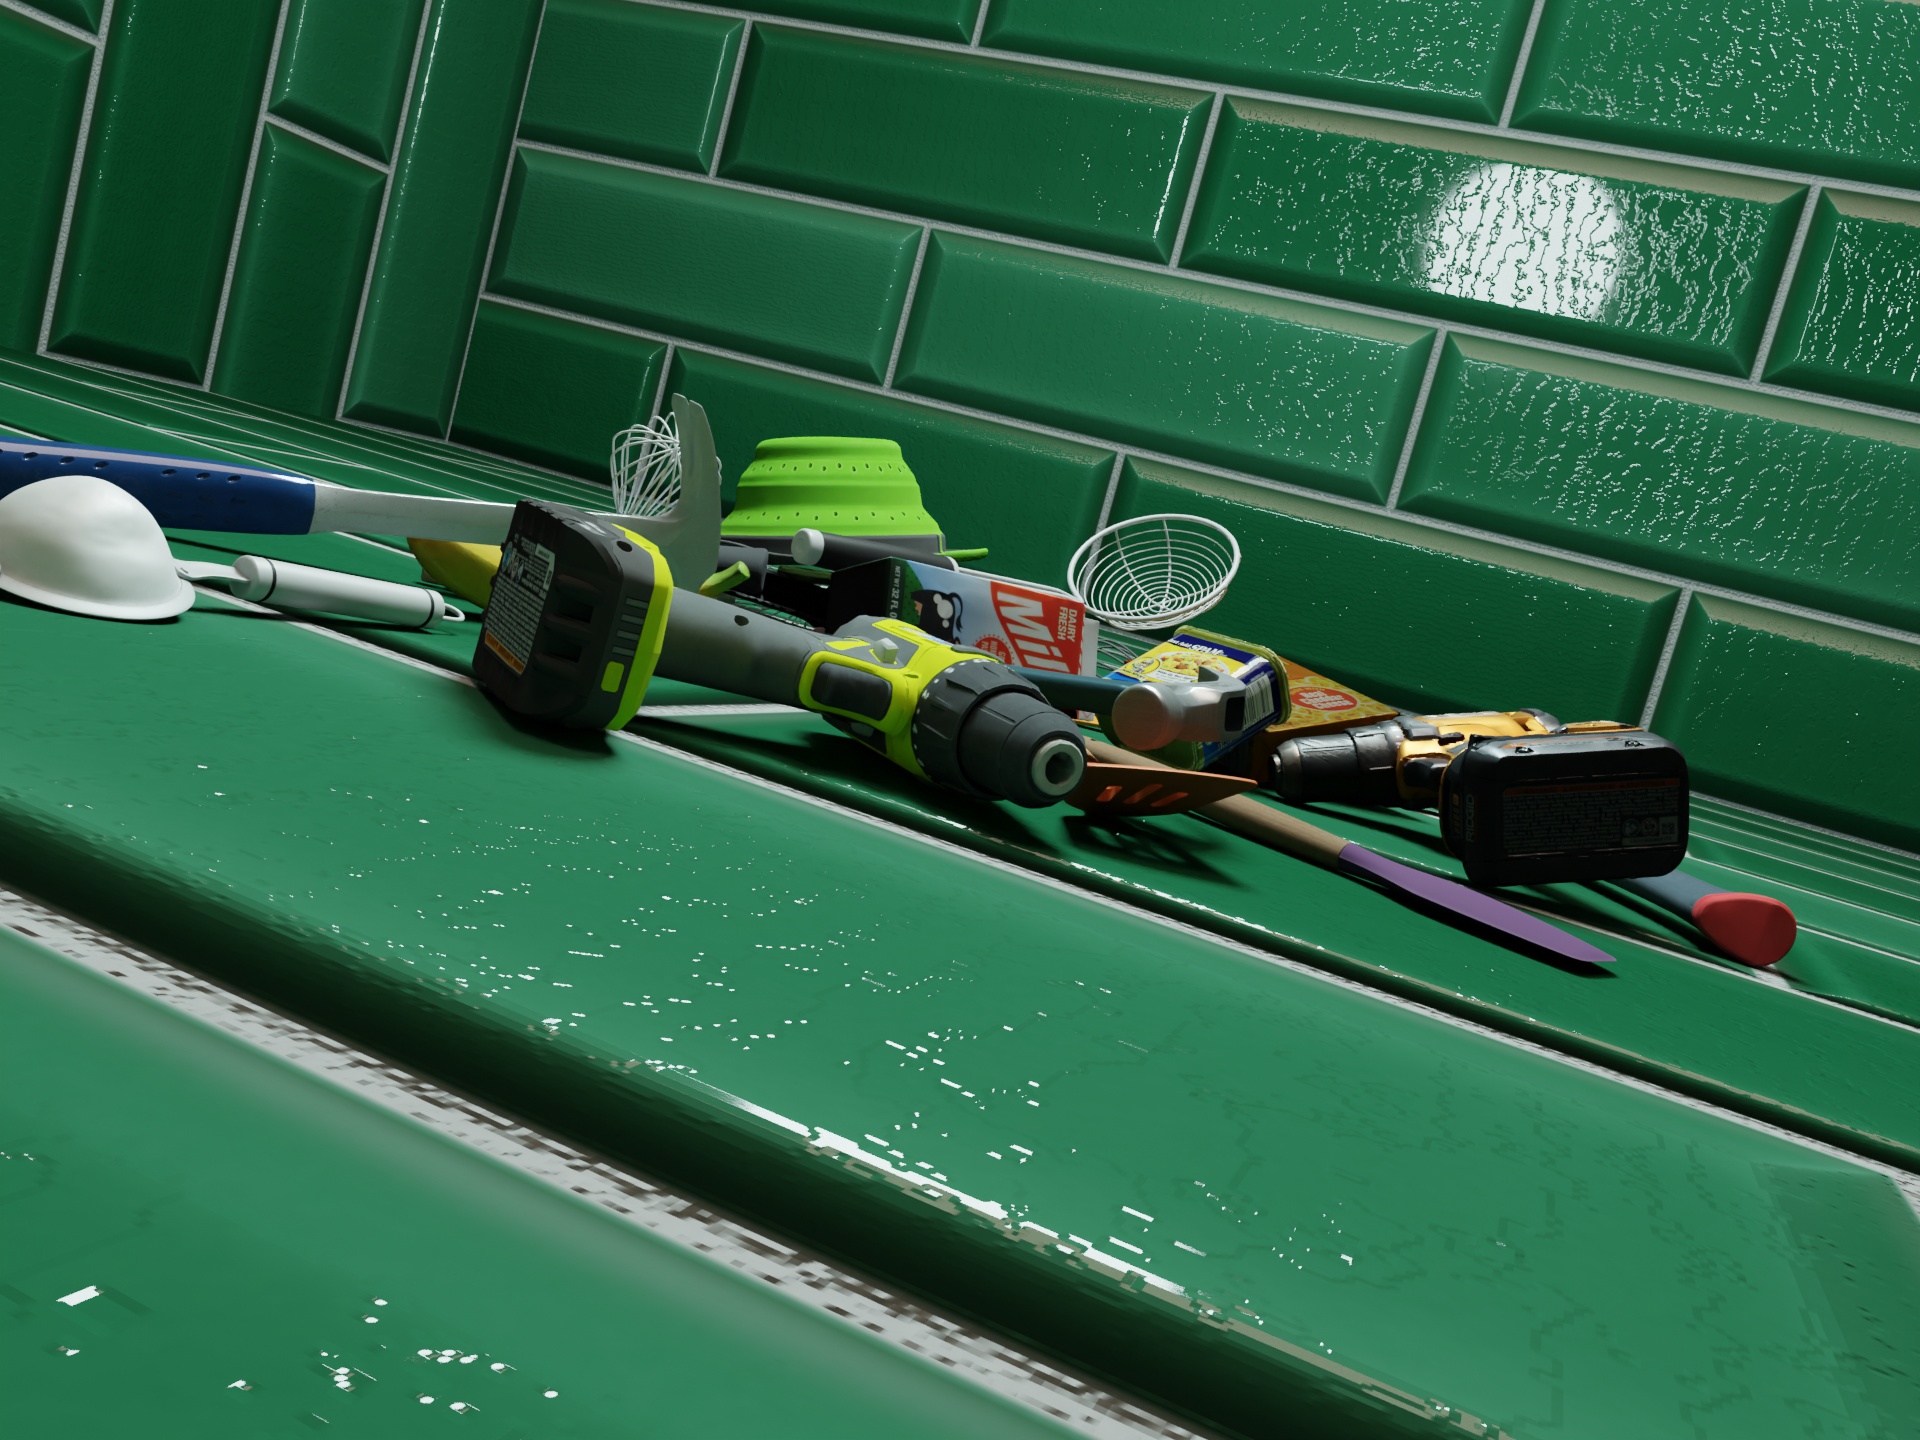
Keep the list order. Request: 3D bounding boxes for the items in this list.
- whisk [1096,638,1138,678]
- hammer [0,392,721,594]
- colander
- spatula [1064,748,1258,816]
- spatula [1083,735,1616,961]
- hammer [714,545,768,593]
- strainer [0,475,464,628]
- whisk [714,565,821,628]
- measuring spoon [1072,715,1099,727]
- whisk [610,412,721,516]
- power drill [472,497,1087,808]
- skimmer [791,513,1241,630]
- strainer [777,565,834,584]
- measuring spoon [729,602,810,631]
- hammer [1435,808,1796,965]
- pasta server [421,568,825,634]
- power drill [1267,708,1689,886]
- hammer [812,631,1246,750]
[{"bbox_3d":[0.177,-0.018,1.348,0.055,0.055,0.239,9,13,-42],"label":"whisk"},{"bbox_3d":[-0.297,-0.106,0.754,0.405,0.144,0.035,2,19,-37],"label":"hammer"},{"bbox_3d":[-0.178,-0.171,1.245,0.397,0.094,0.204,2,8,18],"label":"colander"},{"bbox_3d":[0.061,0.011,0.821,0.081,0.041,0.323,6,10,-11],"label":"spatula"},{"bbox_3d":[0.172,0.059,0.793,0.059,0.018,0.316,8,11,-47],"label":"spatula"},{"bbox_3d":[-0.299,-0.109,0.923,0.408,0.036,0.149,4,10,-32],"label":"hammer"},{"bbox_3d":[-0.306,-0.064,0.671,0.087,0.050,0.258,36,12,25],"label":"strainer"},{"bbox_3d":[-0.176,-0.092,1.194,0.059,0.058,0.246,-20,-4,23],"label":"whisk"},{"bbox_3d":[0.119,0.009,1.141,0.117,0.011,0.021,11,15,-6],"label":"measuring spoon"},{"bbox_3d":[-0.221,-0.137,1.072,0.070,0.070,0.284,13,-16,-20],"label":"whisk"},{"bbox_3d":[-0.071,-0.019,0.667,0.228,0.080,0.191,14,6,-29],"label":"power drill"},{"bbox_3d":[0.046,-0.122,1.097,0.363,0.090,0.127,6,23,-41],"label":"skimmer"},{"bbox_3d":[-0.039,-0.080,1.286,0.256,0.069,0.152,4,13,-36],"label":"strainer"},{"bbox_3d":[-0.114,-0.059,1.173,0.124,0.018,0.034,20,2,-20],"label":"measuring spoon"},{"bbox_3d":[0.413,0.087,1.018,0.143,0.038,0.386,16,6,-9],"label":"hammer"},{"bbox_3d":[-0.174,-0.068,1.001,0.316,0.040,0.060,11,-11,-22],"label":"pasta server"},{"bbox_3d":[0.294,0.037,0.936,0.185,0.084,0.226,-3,8,-3],"label":"power drill"},{"bbox_3d":[0.000,-0.024,0.844,0.331,0.033,0.128,10,8,38],"label":"hammer"}]
